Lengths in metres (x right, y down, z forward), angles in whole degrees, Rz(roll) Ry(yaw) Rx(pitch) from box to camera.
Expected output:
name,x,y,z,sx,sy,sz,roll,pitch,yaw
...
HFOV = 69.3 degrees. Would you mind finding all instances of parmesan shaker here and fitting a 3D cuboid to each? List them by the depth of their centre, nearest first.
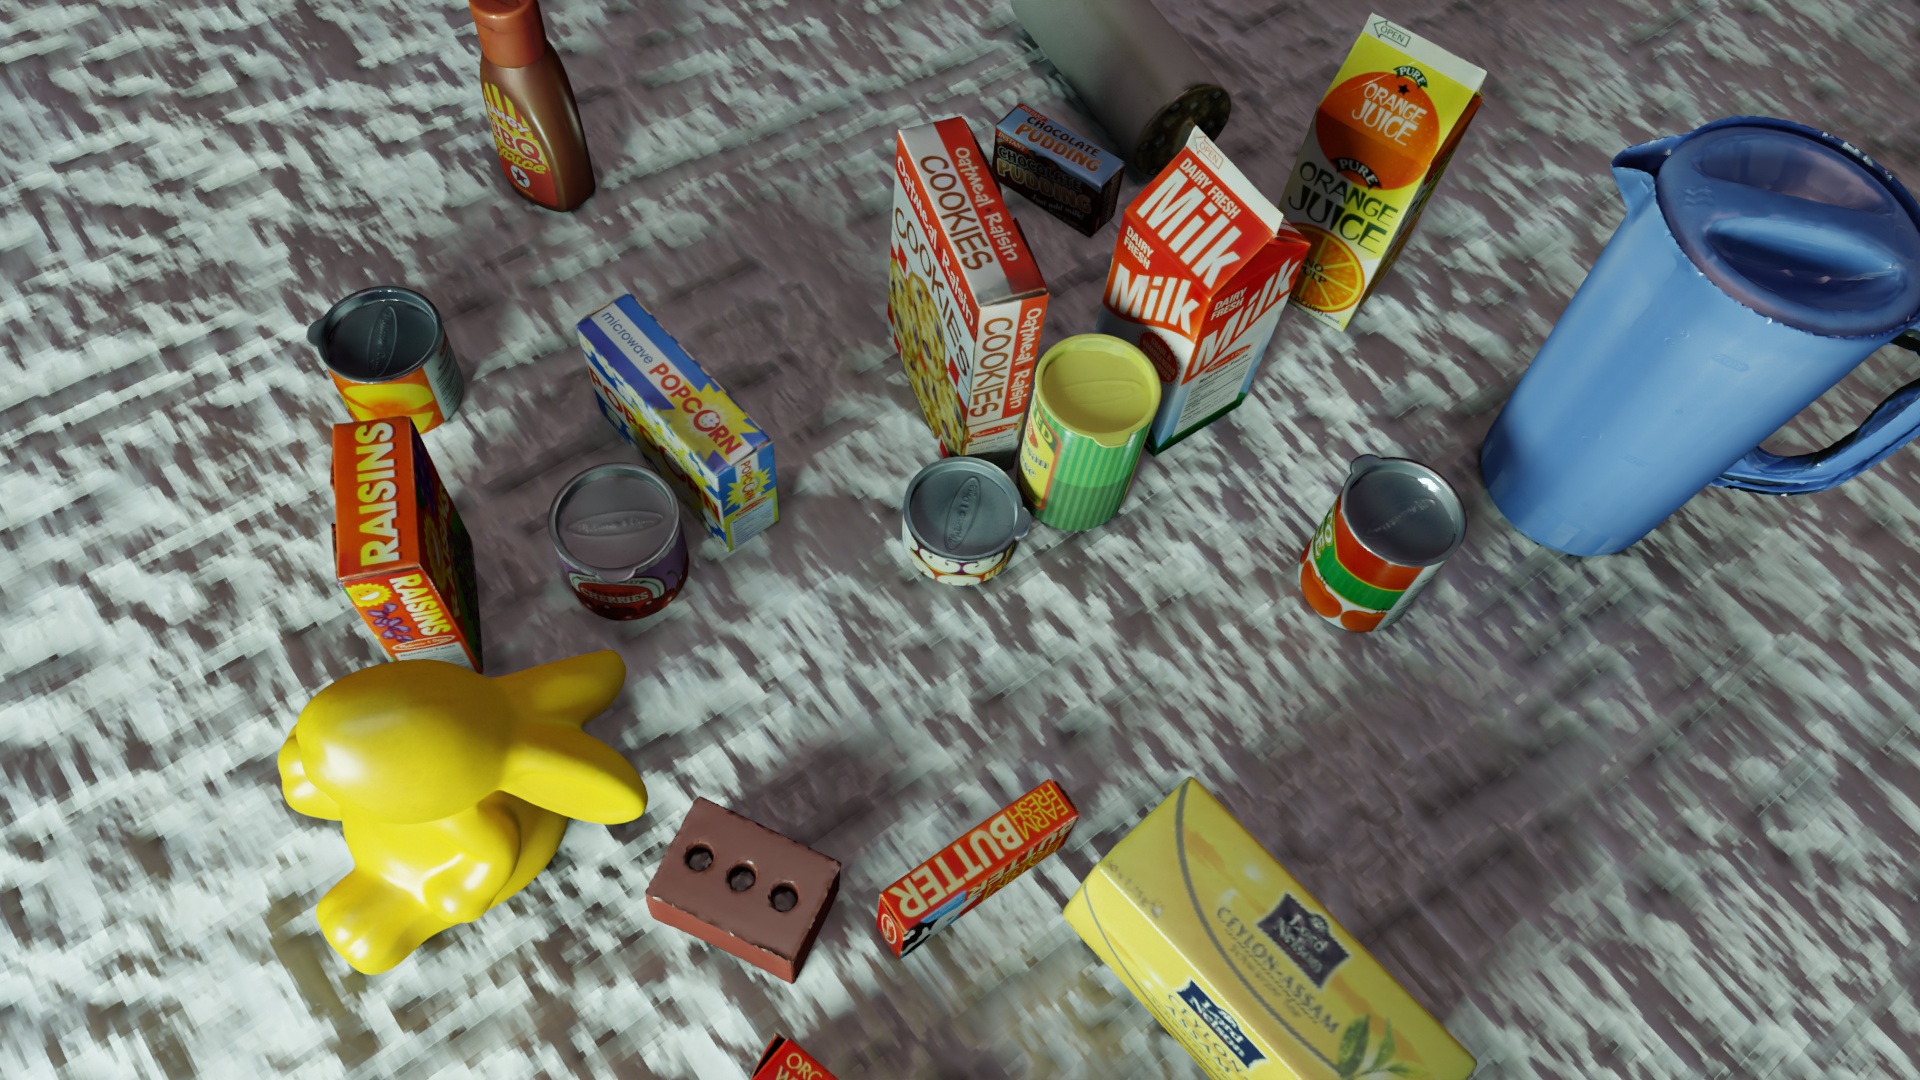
name,x,y,z,sx,sy,sz,roll,pitch,yaw
parmesan shaker,0.068,-0.054,0.764,0.071,0.102,0.071,2,61,-4

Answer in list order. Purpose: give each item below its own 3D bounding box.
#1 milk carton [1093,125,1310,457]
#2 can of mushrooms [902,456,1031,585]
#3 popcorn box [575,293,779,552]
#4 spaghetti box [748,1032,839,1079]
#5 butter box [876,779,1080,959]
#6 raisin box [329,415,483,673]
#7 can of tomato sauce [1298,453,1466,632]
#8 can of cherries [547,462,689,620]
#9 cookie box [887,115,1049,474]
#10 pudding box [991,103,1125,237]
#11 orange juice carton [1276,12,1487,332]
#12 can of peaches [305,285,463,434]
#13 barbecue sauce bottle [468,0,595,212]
name,x,y,z,sx,sy,sz,roll,pitch,yaw
milk carton,0.130,-0.137,0.765,0.074,0.189,0.072,-30,68,-20
can of mushrooms,0.003,-0.010,0.773,0.071,0.033,0.071,2,61,-4
popcorn box,-0.153,-0.064,0.759,0.038,0.084,0.127,-37,70,-22
spaghetti box,0.010,0.303,0.589,0.250,0.050,0.029,35,64,14
butter box,0.008,0.158,0.668,0.104,0.053,0.024,-30,68,-20
raisin box,-0.272,0.008,0.687,0.040,0.122,0.086,-10,62,-10
can of tomato sauce,0.226,0.003,0.758,0.071,0.082,0.071,2,61,-4
can of cherries,-0.180,0.004,0.734,0.071,0.058,0.072,2,61,-4
cookie box,0.000,-0.127,0.762,0.040,0.166,0.123,-16,64,-13
pudding box,0.062,-0.240,0.898,0.084,0.049,0.030,35,64,14
orange juice carton,0.242,-0.219,0.821,0.072,0.191,0.073,34,64,13
can of peaches,-0.321,-0.099,0.779,0.071,0.057,0.071,2,61,-4
barbecue sauce bottle,-0.257,-0.265,0.826,0.065,0.147,0.044,35,64,14
